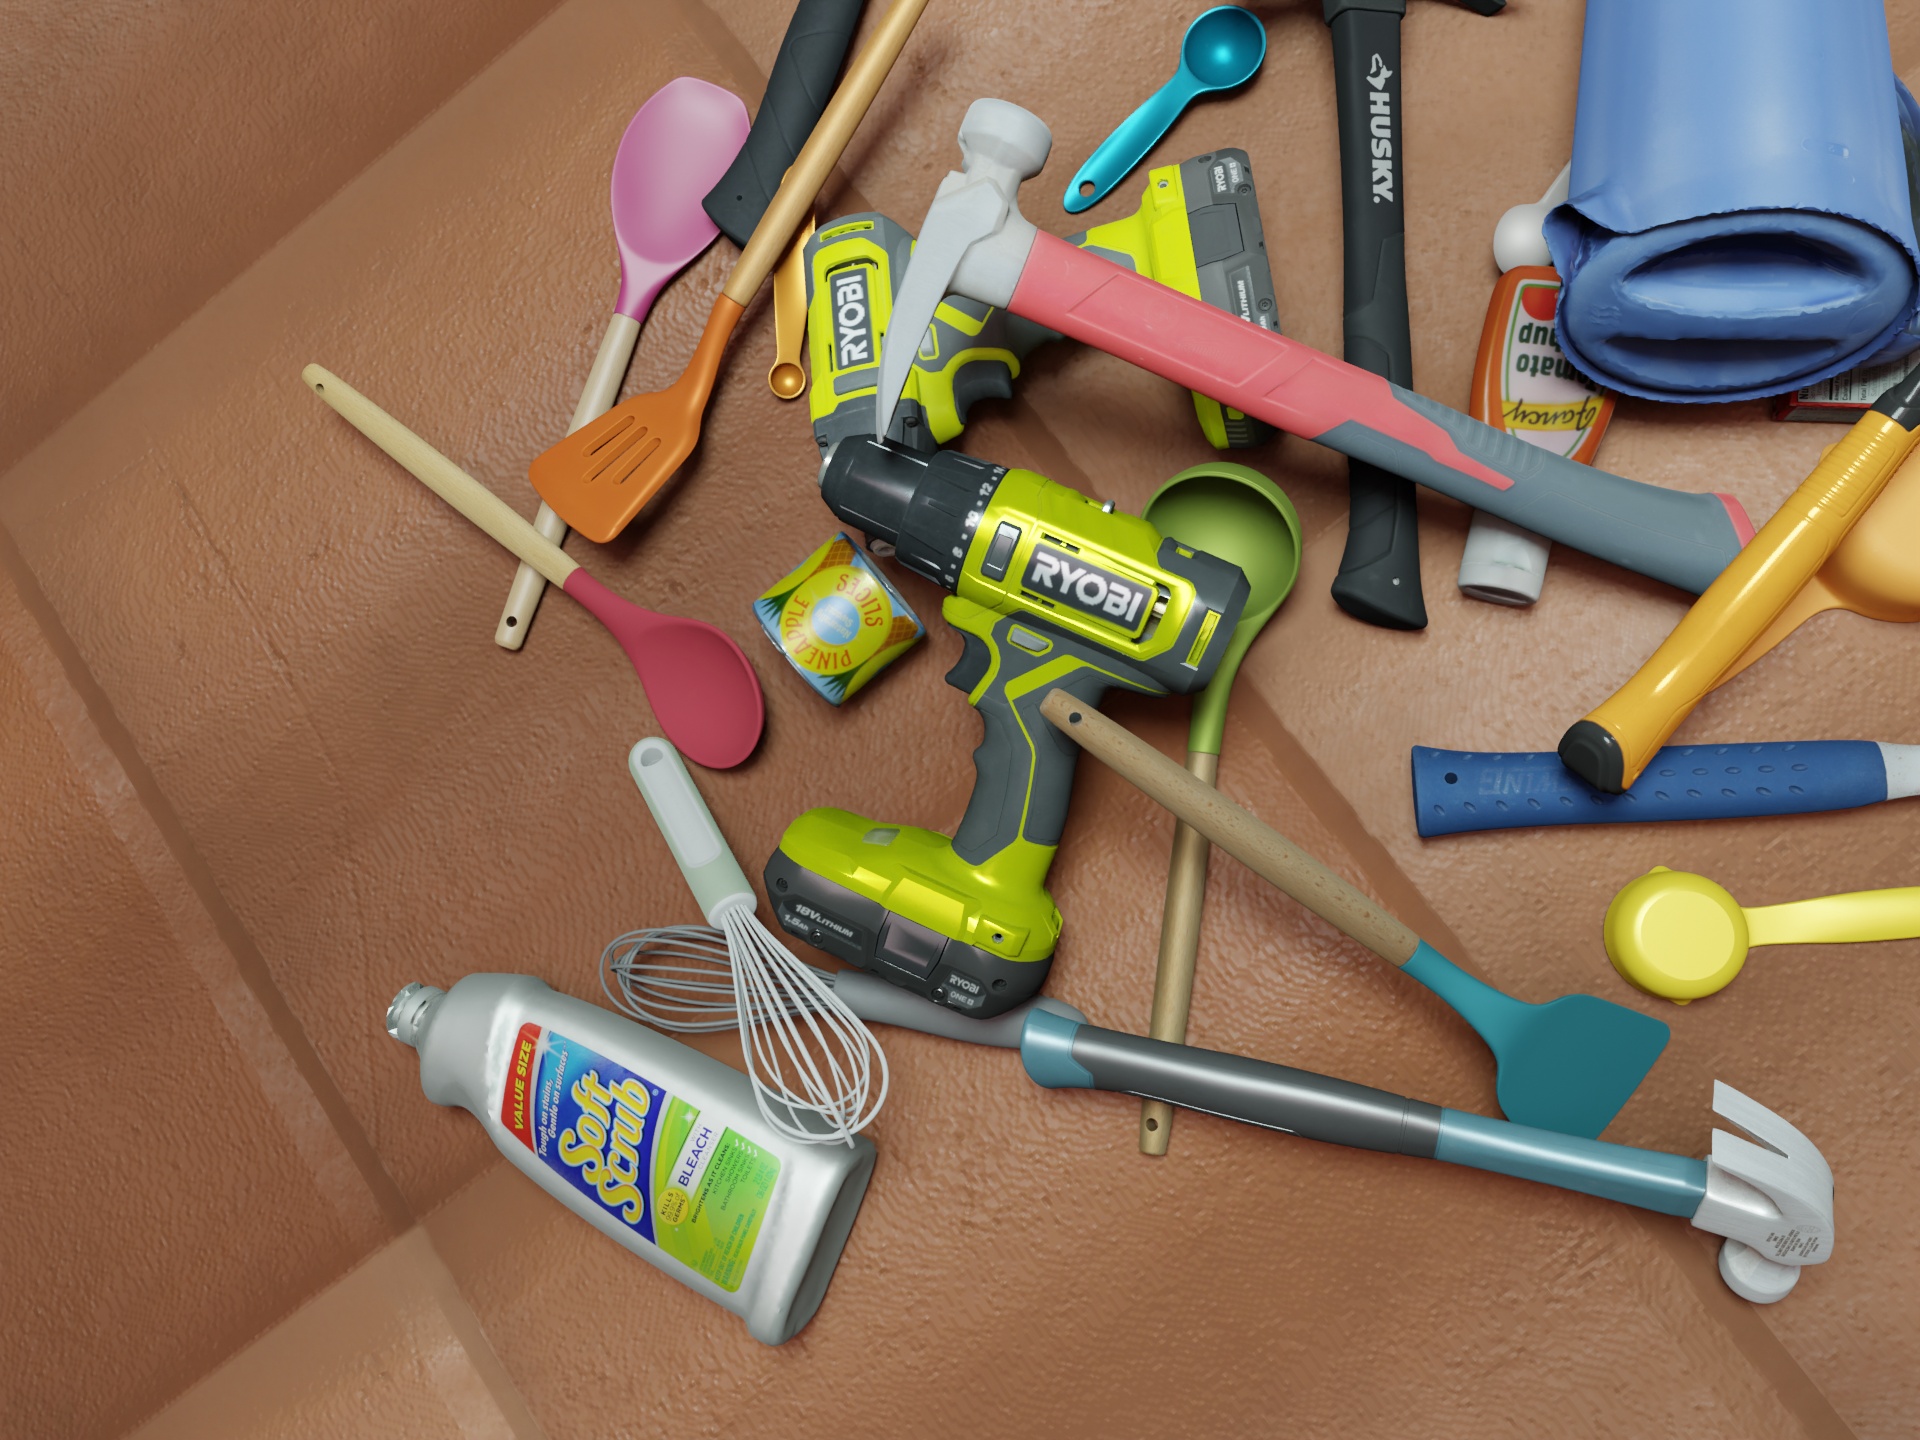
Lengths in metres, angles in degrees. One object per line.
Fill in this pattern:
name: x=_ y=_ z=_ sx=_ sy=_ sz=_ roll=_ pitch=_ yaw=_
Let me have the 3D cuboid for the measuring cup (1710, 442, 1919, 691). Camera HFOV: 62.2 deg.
measuring cup: x=0.381 y=-0.065 z=0.688 sx=0.173 sy=0.052 sz=0.095 roll=-37 pitch=77 yaw=3

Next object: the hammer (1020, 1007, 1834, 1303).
hammer: x=0.187 y=0.172 z=0.670 sx=0.331 sy=0.128 sz=0.033 roll=9 pitch=53 yaw=16

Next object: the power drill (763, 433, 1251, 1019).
power drill: x=-0.001 y=-0.002 z=0.710 sx=0.190 sy=0.080 sz=0.228 roll=24 pitch=105 yaw=5

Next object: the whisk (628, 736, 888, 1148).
whisk: x=-0.102 y=0.094 z=0.733 sx=0.058 sy=0.059 sz=0.247 roll=-28 pitch=54 yaw=-10

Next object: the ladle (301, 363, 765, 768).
ladle: x=-0.219 y=-0.087 z=0.812 sx=0.315 sy=0.031 sz=0.069 roll=38 pitch=117 yaw=8

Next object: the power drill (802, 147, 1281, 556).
power drill: x=0.038 y=-0.174 z=0.757 sx=0.223 sy=0.080 sz=0.171 roll=-10 pitch=71 yaw=13

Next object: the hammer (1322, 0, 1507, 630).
hammer: x=0.198 y=-0.209 z=0.740 sx=0.146 sy=0.035 sz=0.335 roll=-2 pitch=89 yaw=-14

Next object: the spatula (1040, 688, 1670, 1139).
spatula: x=0.164 y=0.082 z=0.671 sx=0.317 sy=0.044 sz=0.082 roll=35 pitch=95 yaw=-4

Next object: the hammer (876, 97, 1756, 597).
hammer: x=0.157 y=-0.117 z=0.670 sx=0.386 sy=0.038 sz=0.143 roll=21 pitch=90 yaw=-8

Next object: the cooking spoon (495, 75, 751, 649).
cooking spoon: x=-0.185 y=-0.188 z=0.840 sx=0.068 sy=0.017 sz=0.319 roll=20 pitch=88 yaw=-6

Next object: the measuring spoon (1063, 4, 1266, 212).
measuring spoon: x=0.101 y=-0.302 z=0.800 sx=0.128 sy=0.021 sz=0.042 roll=-43 pitch=76 yaw=13

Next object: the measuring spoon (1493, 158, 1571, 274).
measuring spoon: x=0.294 y=-0.255 z=0.740 sx=0.034 sy=0.018 sz=0.124 roll=43 pitch=84 yaw=-26

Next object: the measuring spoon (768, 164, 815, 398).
measuring spoon: x=-0.087 y=-0.224 z=0.816 sx=0.021 sy=0.011 sz=0.117 roll=1 pitch=98 yaw=-17

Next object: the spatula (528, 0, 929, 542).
spatula: x=-0.105 y=-0.232 z=0.786 sx=0.081 sy=0.041 sz=0.322 roll=41 pitch=104 yaw=33

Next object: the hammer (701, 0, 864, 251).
hammer: x=-0.039 y=-0.432 z=0.832 sx=0.149 sy=0.036 sz=0.409 roll=20 pitch=87 yaw=12

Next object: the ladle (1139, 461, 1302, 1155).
ladle: x=0.105 y=0.041 z=0.733 sx=0.078 sy=0.062 sz=0.320 roll=6 pitch=87 yaw=26

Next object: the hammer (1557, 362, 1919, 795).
hammer: x=0.363 y=-0.105 z=0.634 sx=0.034 sy=0.127 sz=0.337 roll=46 pitch=107 yaw=33

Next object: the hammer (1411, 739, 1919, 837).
hammer: x=0.403 y=0.027 z=0.675 sx=0.405 sy=0.035 sz=0.144 roll=-4 pitch=73 yaw=13

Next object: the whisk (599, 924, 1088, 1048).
whisk: x=-0.058 y=0.134 z=0.761 sx=0.239 sy=0.055 sz=0.055 roll=6 pitch=84 yaw=8

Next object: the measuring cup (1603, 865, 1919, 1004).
measuring cup: x=0.362 y=0.087 z=0.685 sx=0.156 sy=0.029 sz=0.062 roll=-8 pitch=81 yaw=12
